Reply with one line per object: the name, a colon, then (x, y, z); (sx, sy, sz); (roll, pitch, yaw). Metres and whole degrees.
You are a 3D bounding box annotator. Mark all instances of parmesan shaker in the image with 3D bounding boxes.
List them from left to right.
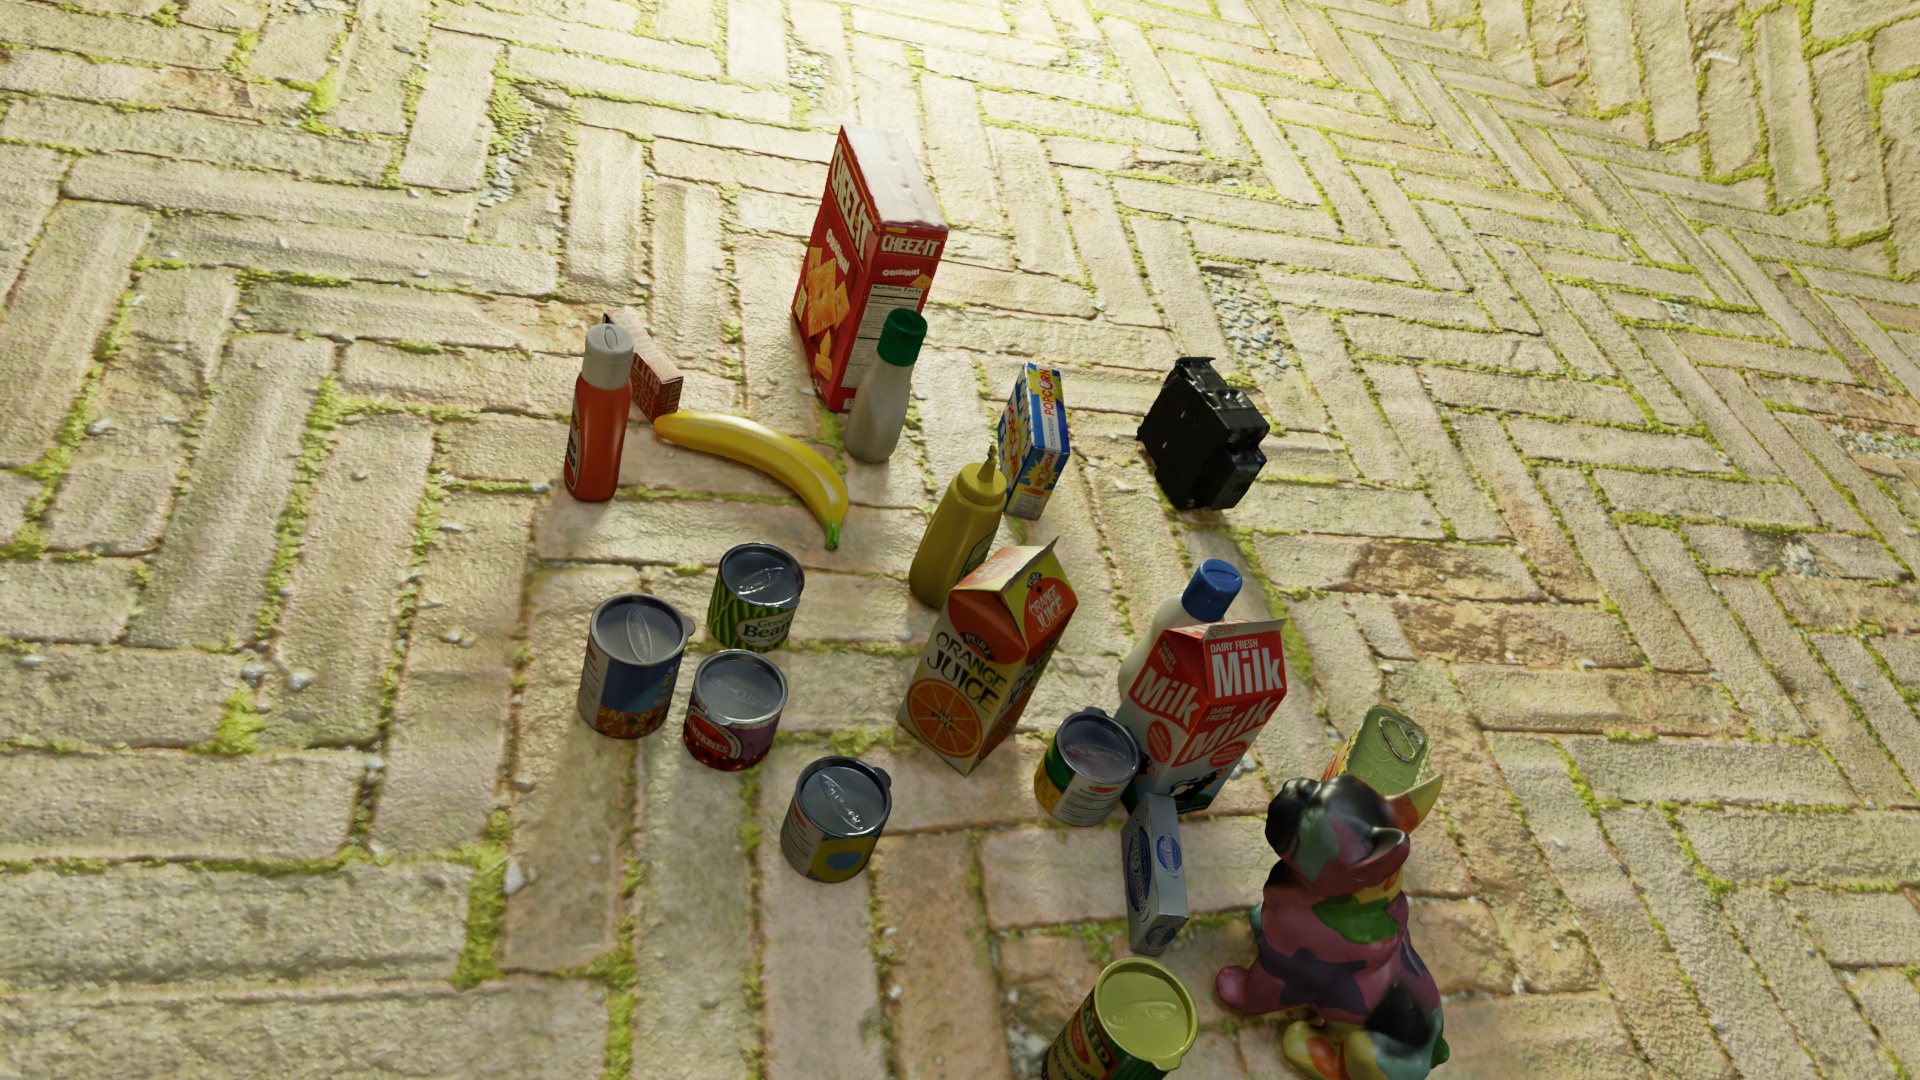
parmesan shaker: (0.097, 0.316, 0.858); (0.071, 0.102, 0.072); (12, 42, -11)

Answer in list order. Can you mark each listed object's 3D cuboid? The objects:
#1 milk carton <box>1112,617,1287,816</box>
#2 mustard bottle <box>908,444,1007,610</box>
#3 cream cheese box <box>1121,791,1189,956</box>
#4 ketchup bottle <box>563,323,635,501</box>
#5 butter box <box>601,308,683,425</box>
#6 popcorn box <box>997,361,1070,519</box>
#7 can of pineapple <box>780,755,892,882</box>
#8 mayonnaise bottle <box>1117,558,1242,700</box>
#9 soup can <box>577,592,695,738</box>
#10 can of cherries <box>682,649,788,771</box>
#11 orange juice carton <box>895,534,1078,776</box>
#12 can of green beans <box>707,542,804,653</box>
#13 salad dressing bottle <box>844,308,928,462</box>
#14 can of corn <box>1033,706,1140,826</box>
milk carton: (0.175, 0.123, 1.030); (0.072, 0.189, 0.074); (-4, 48, -27)
mustard bottle: (0.004, -0.014, 1.124); (0.049, 0.159, 0.065); (35, 43, 14)
cream cheese box: (0.138, 0.238, 0.995); (0.024, 0.053, 0.104); (13, 42, -11)
ketchup bottle: (-0.285, -0.103, 1.101); (0.043, 0.148, 0.065); (0, 46, -23)
butter box: (-0.284, -0.154, 1.228); (0.024, 0.052, 0.104); (-21, 57, -38)
popcorn box: (0.066, -0.093, 1.291); (0.038, 0.084, 0.127); (11, 42, -13)
can of pineapple: (-0.084, 0.190, 0.947); (0.071, 0.057, 0.071); (12, 42, -11)
mayonnaise bottle: (0.179, 0.077, 1.112); (0.065, 0.147, 0.041); (8, 43, -15)
soup can: (-0.227, 0.088, 0.972); (0.071, 0.083, 0.072); (12, 42, -11)
can of cherries: (-0.162, 0.122, 0.984); (0.071, 0.058, 0.072); (12, 42, -11)
orange juice carton: (0.024, 0.077, 1.012); (0.073, 0.191, 0.072); (36, 43, 16)
can of green beans: (-0.158, 0.045, 1.068); (0.071, 0.057, 0.071); (12, 42, -11)
salad dressing bottle: (-0.066, -0.137, 1.234); (0.044, 0.146, 0.064); (-1, 46, -25)
can of corn: (0.094, 0.170, 1.045); (0.071, 0.058, 0.071); (12, 42, -11)
